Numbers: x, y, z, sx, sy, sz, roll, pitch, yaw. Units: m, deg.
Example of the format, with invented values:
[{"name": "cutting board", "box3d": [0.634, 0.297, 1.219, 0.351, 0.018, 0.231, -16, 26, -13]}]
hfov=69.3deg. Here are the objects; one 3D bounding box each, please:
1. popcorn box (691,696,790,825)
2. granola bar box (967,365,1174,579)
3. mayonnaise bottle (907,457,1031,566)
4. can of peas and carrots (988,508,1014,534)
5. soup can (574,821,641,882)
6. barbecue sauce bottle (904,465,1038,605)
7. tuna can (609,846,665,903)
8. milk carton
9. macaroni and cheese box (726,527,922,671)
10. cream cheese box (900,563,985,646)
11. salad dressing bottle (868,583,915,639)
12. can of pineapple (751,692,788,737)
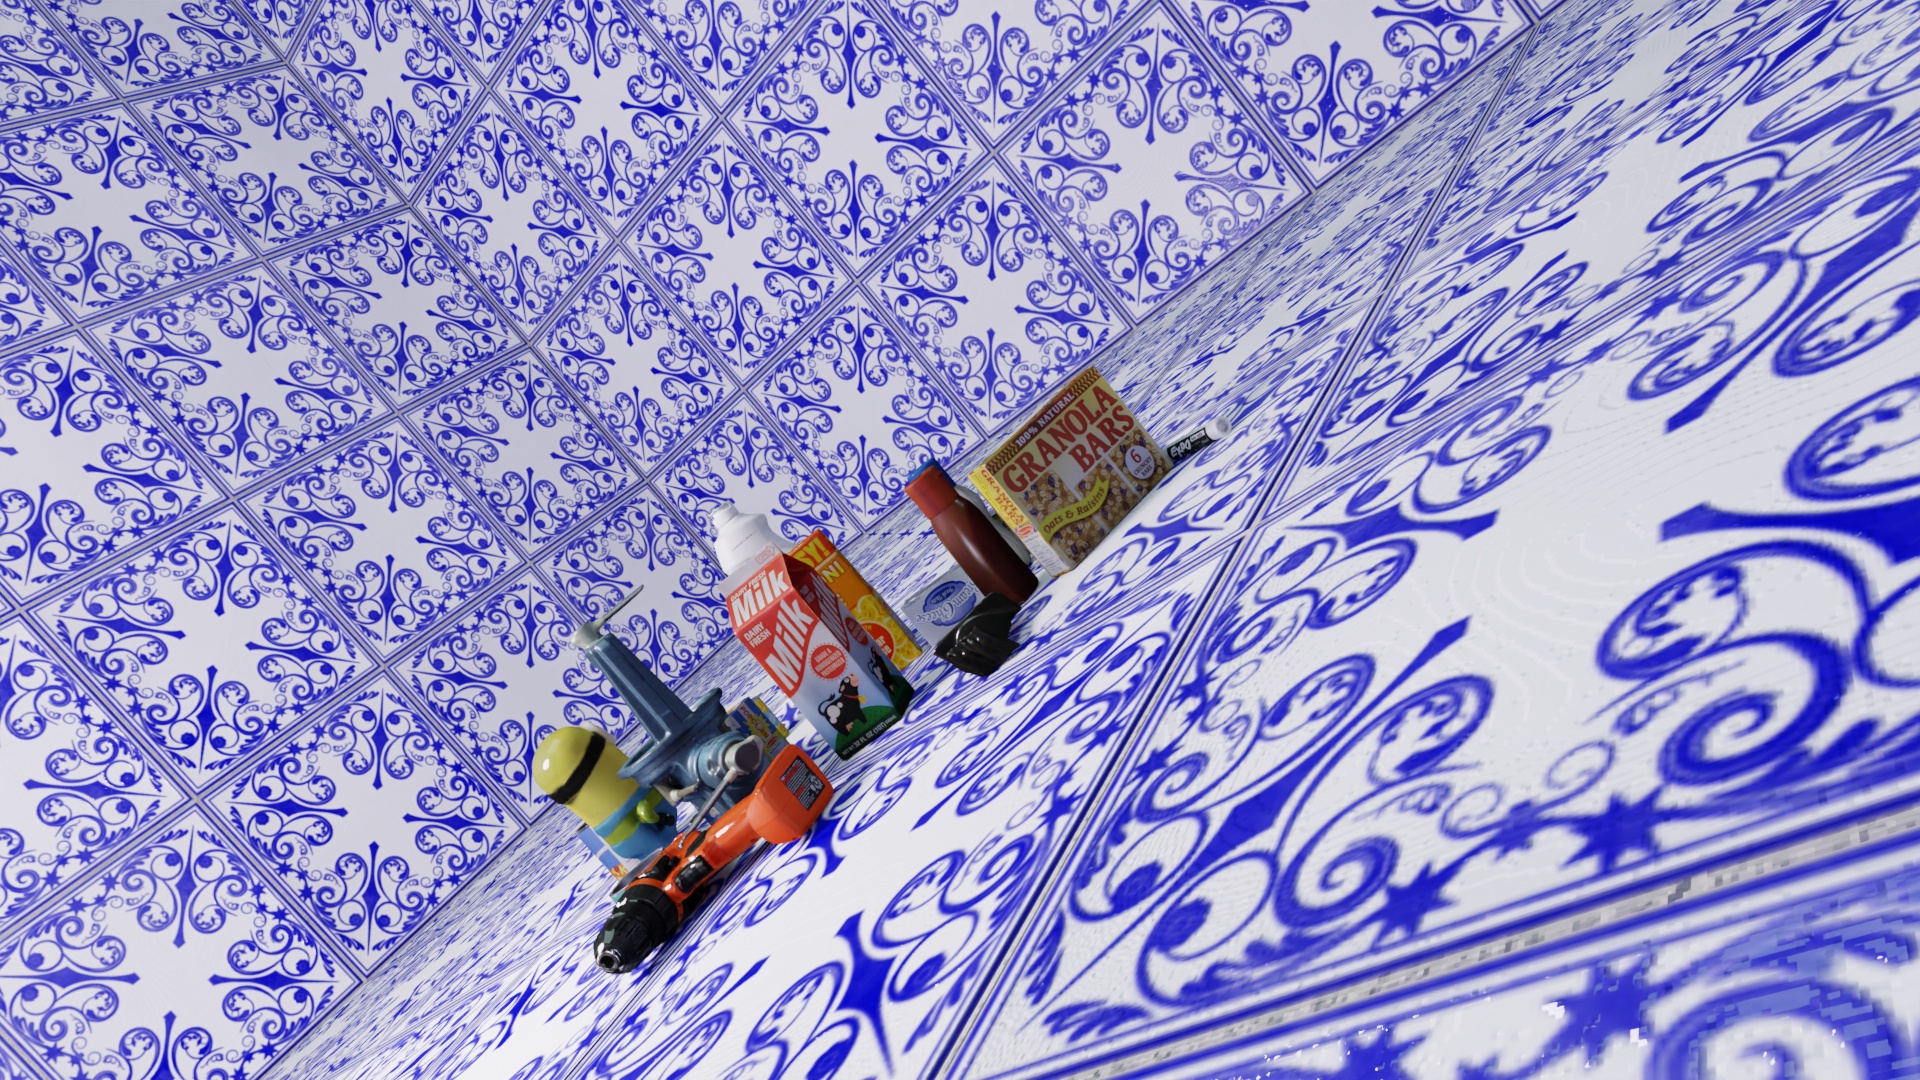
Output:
[{"name": "popcorn box", "box3d": [-0.233, 0.224, 1.400, 0.126, 0.085, 0.038, -36, 7, 31]}, {"name": "granola bar box", "box3d": [0.103, -0.064, 1.276, 0.166, 0.124, 0.039, -43, 6, -30]}, {"name": "mayonnaise bottle", "box3d": [0.005, -0.018, 1.422, 0.064, 0.148, 0.041, -39, 6, 12]}, {"name": "can of peas and carrots", "box3d": [0.040, 0.000, 1.505, 0.071, 0.058, 0.071, -39, 6, 5]}, {"name": "soup can", "box3d": [-0.356, 0.318, 1.471, 0.071, 0.083, 0.071, -39, 6, 5]}, {"name": "barbecue sauce bottle", "box3d": [0.009, -0.002, 1.280, 0.043, 0.148, 0.065, -37, 6, 25]}, {"name": "tuna can", "box3d": [-0.295, 0.323, 1.306, 0.071, 0.033, 0.071, -39, 6, 5]}, {"name": "milk carton", "box3d": [-0.131, 0.093, 1.235, 0.072, 0.190, 0.073, -39, 6, 14]}, {"name": "macaroni and cheese box", "box3d": [-0.138, 0.089, 1.425, 0.124, 0.166, 0.040, -40, 6, -1]}, {"name": "cream cheese box", "box3d": [-0.006, 0.058, 1.383, 0.103, 0.053, 0.024, -36, 7, 31]}, {"name": "salad dressing bottle", "box3d": [-0.112, 0.066, 1.526, 0.044, 0.147, 0.064, -39, 6, 5]}, {"name": "can of pineapple", "box3d": [-0.239, 0.220, 1.601, 0.071, 0.058, 0.071, -39, 6, 5]}]
